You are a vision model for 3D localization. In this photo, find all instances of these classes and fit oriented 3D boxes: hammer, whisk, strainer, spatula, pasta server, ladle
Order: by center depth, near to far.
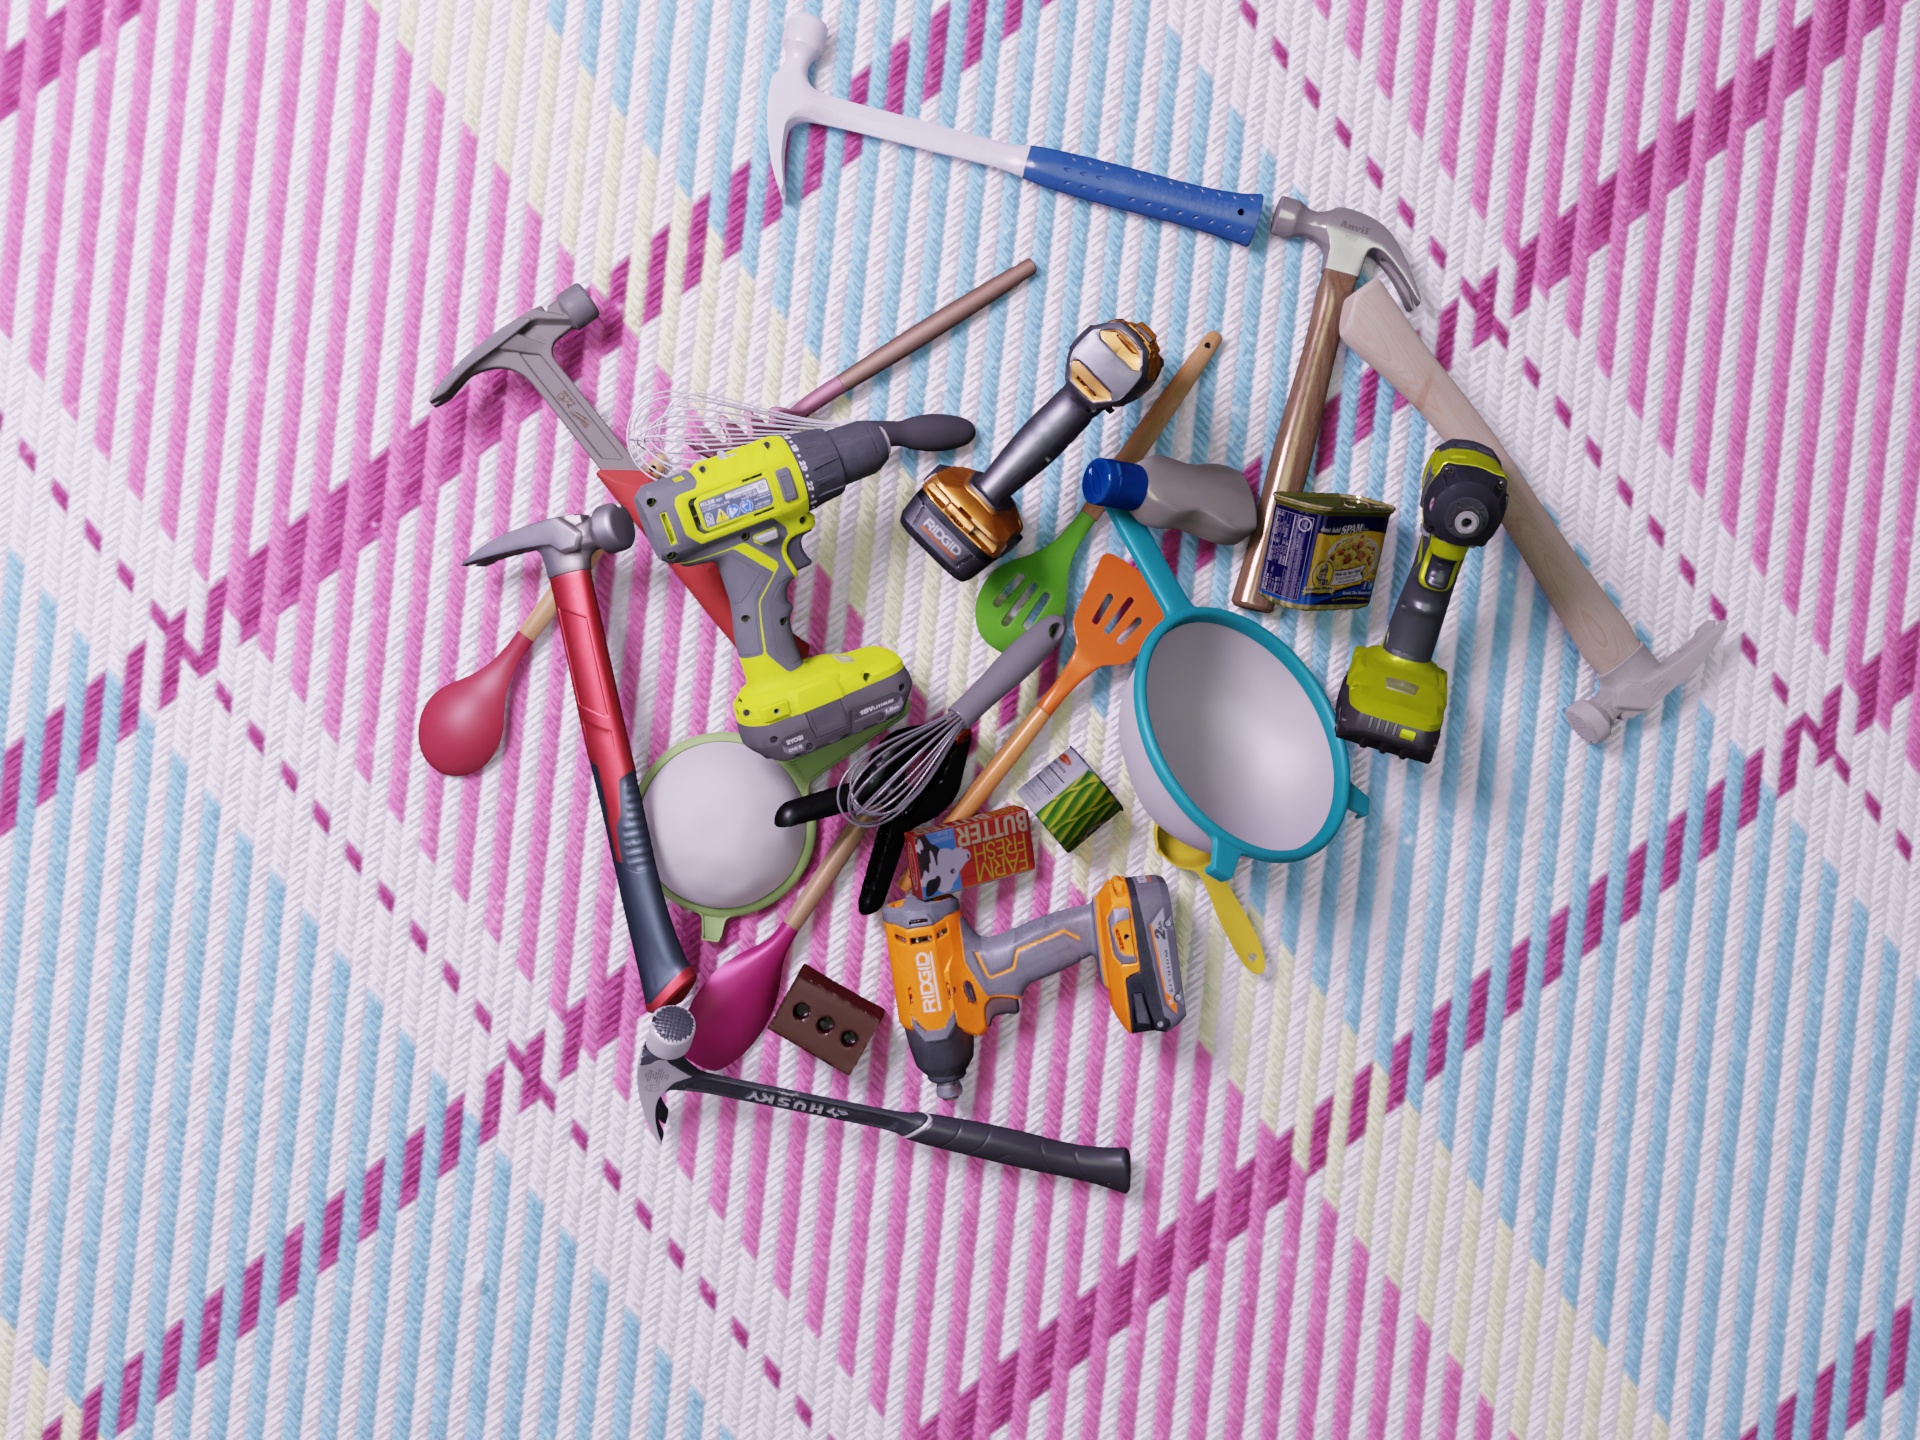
[{"bbox_3d":[-0.282,0.037,1.230,0.143,0.038,0.386,-13,90,21],"label":"hammer"},{"bbox_3d":[-0.118,-0.220,1.235,0.284,0.070,0.070,-5,91,-24],"label":"whisk"},{"bbox_3d":[-0.003,-0.005,1.236,0.239,0.055,0.055,-43,91,-17],"label":"whisk"},{"bbox_3d":[0.167,-0.031,1.251,0.211,0.095,0.340,-17,75,-40],"label":"strainer"},{"bbox_3d":[-0.251,-0.161,1.260,0.149,0.037,0.359,-39,96,-6],"label":"hammer"},{"bbox_3d":[-0.056,0.321,1.262,0.409,0.036,0.149,14,133,-8],"label":"hammer"},{"bbox_3d":[-0.148,0.055,1.263,0.256,0.069,0.151,-35,91,1],"label":"strainer"},{"bbox_3d":[0.447,-0.184,1.273,0.146,0.038,0.410,-38,97,-2],"label":"hammer"},{"bbox_3d":[-0.077,-0.291,1.278,0.316,0.060,0.040,-33,110,-4],"label":"pasta server"},{"bbox_3d":[0.041,-0.447,1.281,0.405,0.035,0.144,14,90,-1],"label":"hammer"},{"bbox_3d":[-0.333,-0.088,1.281,0.069,0.031,0.315,37,88,1],"label":"ladle"},{"bbox_3d":[0.280,-0.249,1.290,0.130,0.031,0.331,14,91,-1],"label":"hammer"},{"bbox_3d":[0.053,0.010,1.292,0.081,0.041,0.322,38,94,-3],"label":"spatula"}]

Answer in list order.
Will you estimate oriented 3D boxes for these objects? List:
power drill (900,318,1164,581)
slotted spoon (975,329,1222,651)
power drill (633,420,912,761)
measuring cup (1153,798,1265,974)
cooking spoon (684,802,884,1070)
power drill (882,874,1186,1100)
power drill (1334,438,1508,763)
[{"bbox_3d":[0.067,-0.220,1.235,0.084,0.185,0.226,45,109,-1],"label":"power drill"},{"bbox_3d":[0.117,-0.188,1.290,0.070,0.031,0.314,36,88,3],"label":"slotted spoon"},{"bbox_3d":[-0.119,-0.103,1.200,0.190,0.080,0.228,-23,111,-15],"label":"power drill"},{"bbox_3d":[0.207,0.135,1.294,0.062,0.029,0.156,-27,94,-1],"label":"measuring cup"},{"bbox_3d":[-0.122,0.144,1.283,0.068,0.017,0.319,35,86,-28],"label":"cooking spoon"},{"bbox_3d":[0.060,0.211,1.266,0.226,0.084,0.164,-8,93,3],"label":"power drill"},{"bbox_3d":[0.352,-0.090,1.199,0.080,0.171,0.223,17,113,10],"label":"power drill"}]
